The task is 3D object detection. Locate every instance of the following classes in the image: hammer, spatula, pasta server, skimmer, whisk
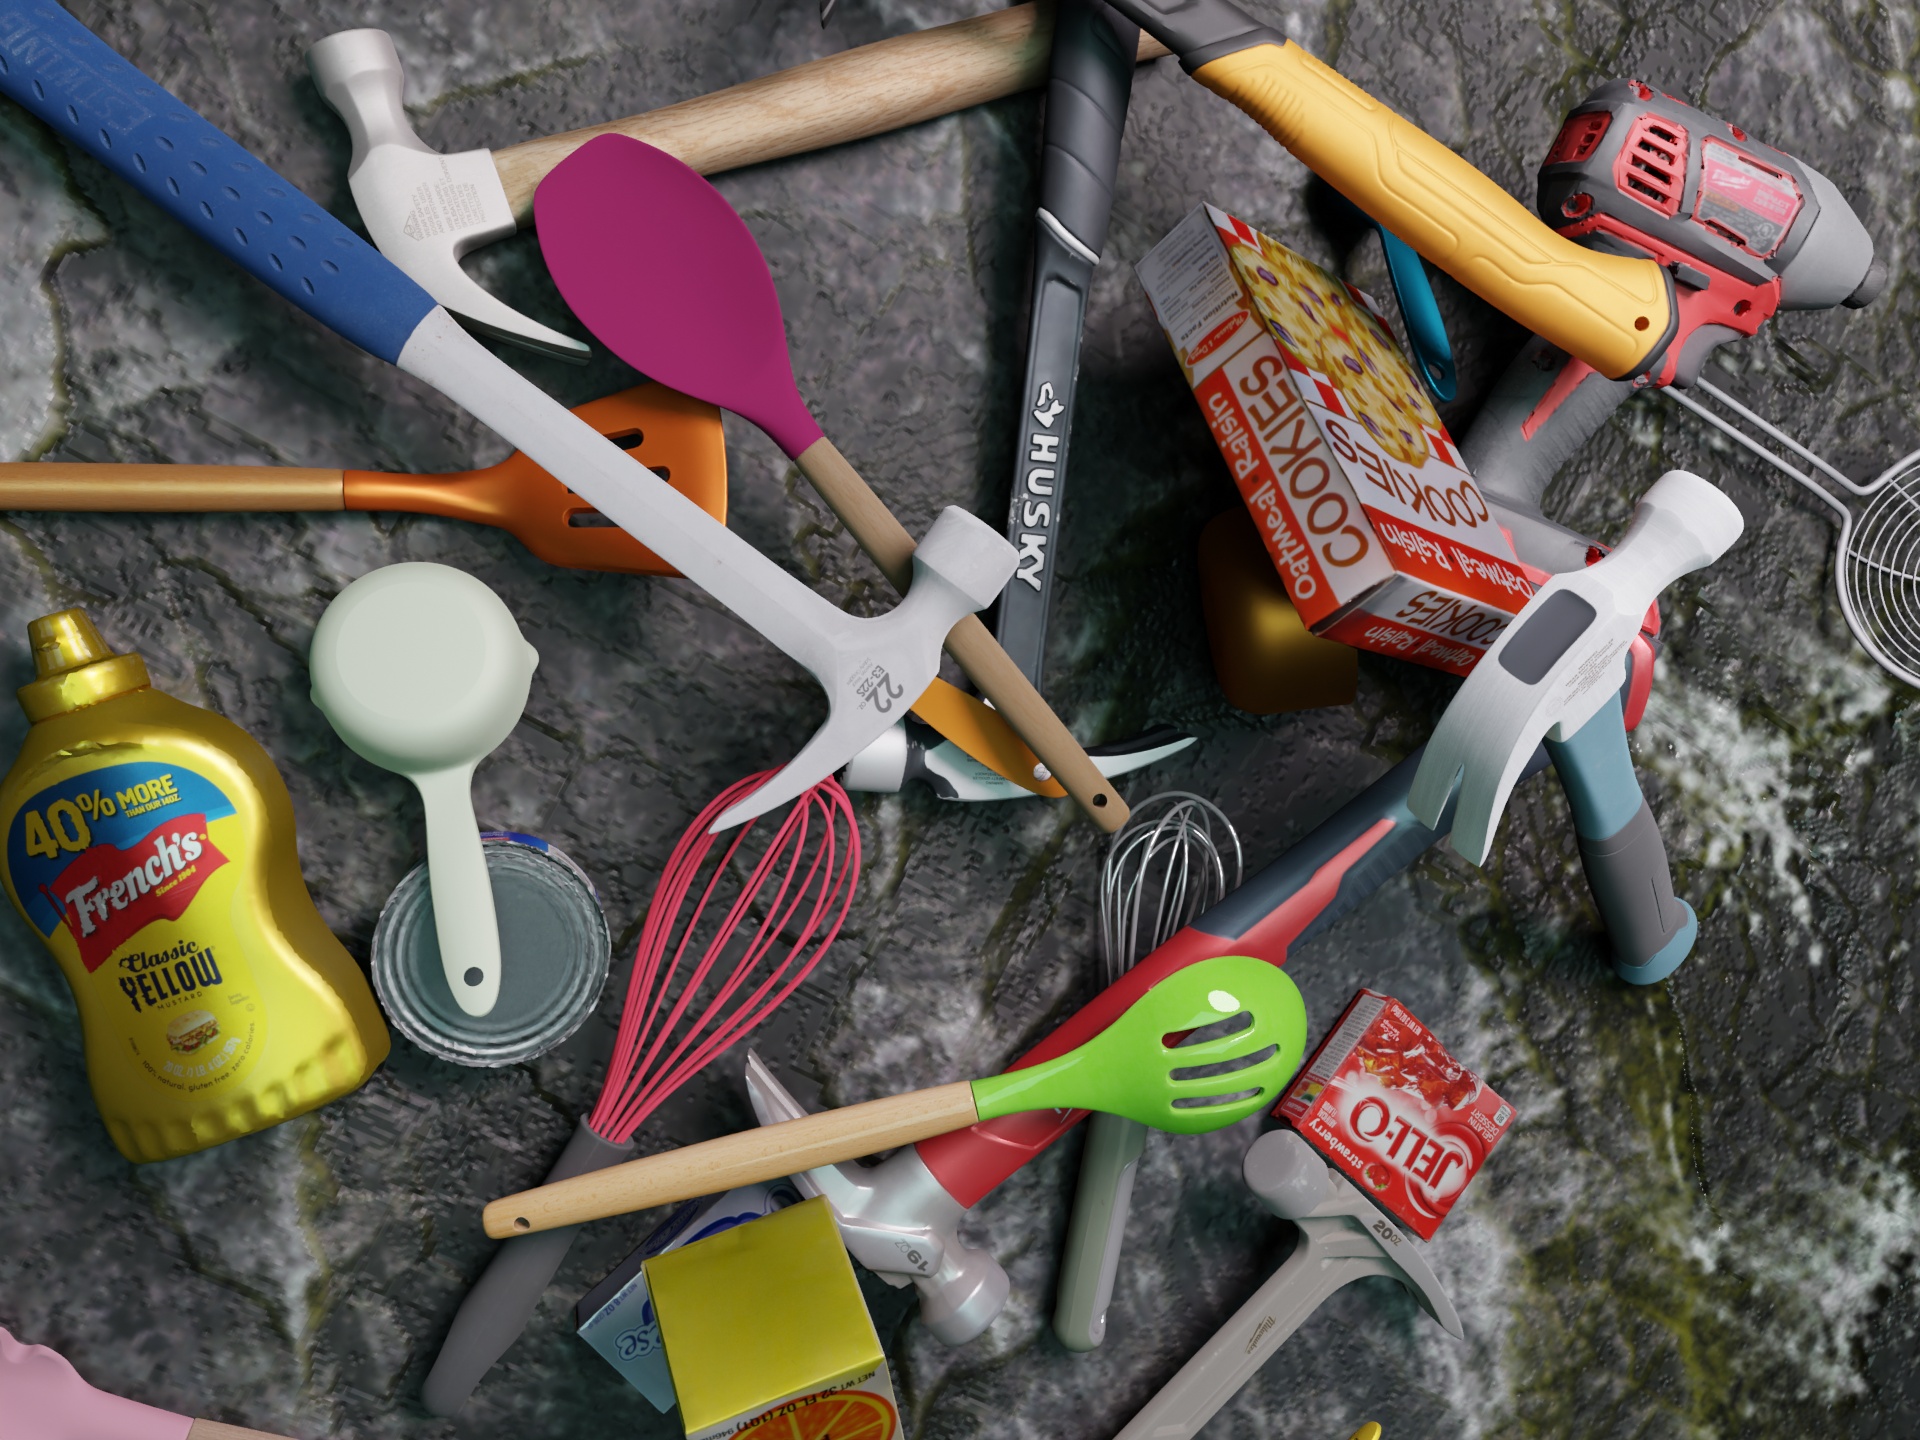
[{"bbox_3d":[0.114,-0.220,0.575,0.337,0.034,0.127,32,94,-7],"label":"hammer"},{"bbox_3d":[-0.182,-0.121,0.549,0.405,0.035,0.144,37,89,-4],"label":"hammer"},{"bbox_3d":[-0.248,-0.086,0.570,0.322,0.041,0.081,-2,83,-13],"label":"spatula"},{"bbox_3d":[-0.263,0.279,0.596,0.316,0.040,0.060,22,78,-16],"label":"pasta server"},{"bbox_3d":[0.252,0.038,0.613,0.128,0.033,0.330,-45,143,2],"label":"hammer"},{"bbox_3d":[0.362,-0.129,0.700,0.363,0.090,0.127,27,101,-14],"label":"skimmer"},{"bbox_3d":[0.045,-0.167,0.622,0.149,0.036,0.409,4,100,-17],"label":"hammer"},{"bbox_3d":[-0.125,0.142,0.612,0.073,0.073,0.296,31,91,-15],"label":"whisk"},{"bbox_3d":[-0.064,-0.232,0.612,0.331,0.031,0.130,-20,99,-13],"label":"hammer"},{"bbox_3d":[0.072,0.150,0.671,0.059,0.057,0.246,13,97,27],"label":"whisk"},{"bbox_3d":[0.099,0.075,0.622,0.386,0.038,0.143,-39,100,2],"label":"hammer"},{"bbox_3d":[0.057,0.341,0.678,0.359,0.037,0.149,-44,118,-5],"label":"hammer"}]

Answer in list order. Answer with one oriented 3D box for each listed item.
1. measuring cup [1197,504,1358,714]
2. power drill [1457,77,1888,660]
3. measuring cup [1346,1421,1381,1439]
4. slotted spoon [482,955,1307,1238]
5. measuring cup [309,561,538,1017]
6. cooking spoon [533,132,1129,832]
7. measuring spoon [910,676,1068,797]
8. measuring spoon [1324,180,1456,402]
[{"bbox_3d":[0.119,-0.086,0.657,0.052,0.095,0.174,-11,75,4],"label":"measuring cup"},{"bbox_3d":[0.273,-0.130,0.652,0.143,0.079,0.219,21,104,-9],"label":"power drill"},{"bbox_3d":[0.121,0.356,0.691,0.029,0.062,0.156,45,85,-2],"label":"measuring cup"},{"bbox_3d":[-0.020,0.149,0.586,0.313,0.031,0.070,-13,107,-3],"label":"slotted spoon"},{"bbox_3d":[-0.187,0.022,0.568,0.083,0.038,0.168,-11,76,-13],"label":"measuring cup"},{"bbox_3d":[-0.040,-0.081,0.592,0.069,0.017,0.319,-40,97,-5],"label":"cooking spoon"},{"bbox_3d":[-0.001,-0.002,0.619,0.116,0.011,0.021,33,93,-24],"label":"measuring spoon"},{"bbox_3d":[0.179,-0.184,0.663,0.042,0.021,0.129,-1,69,-29],"label":"measuring spoon"}]
